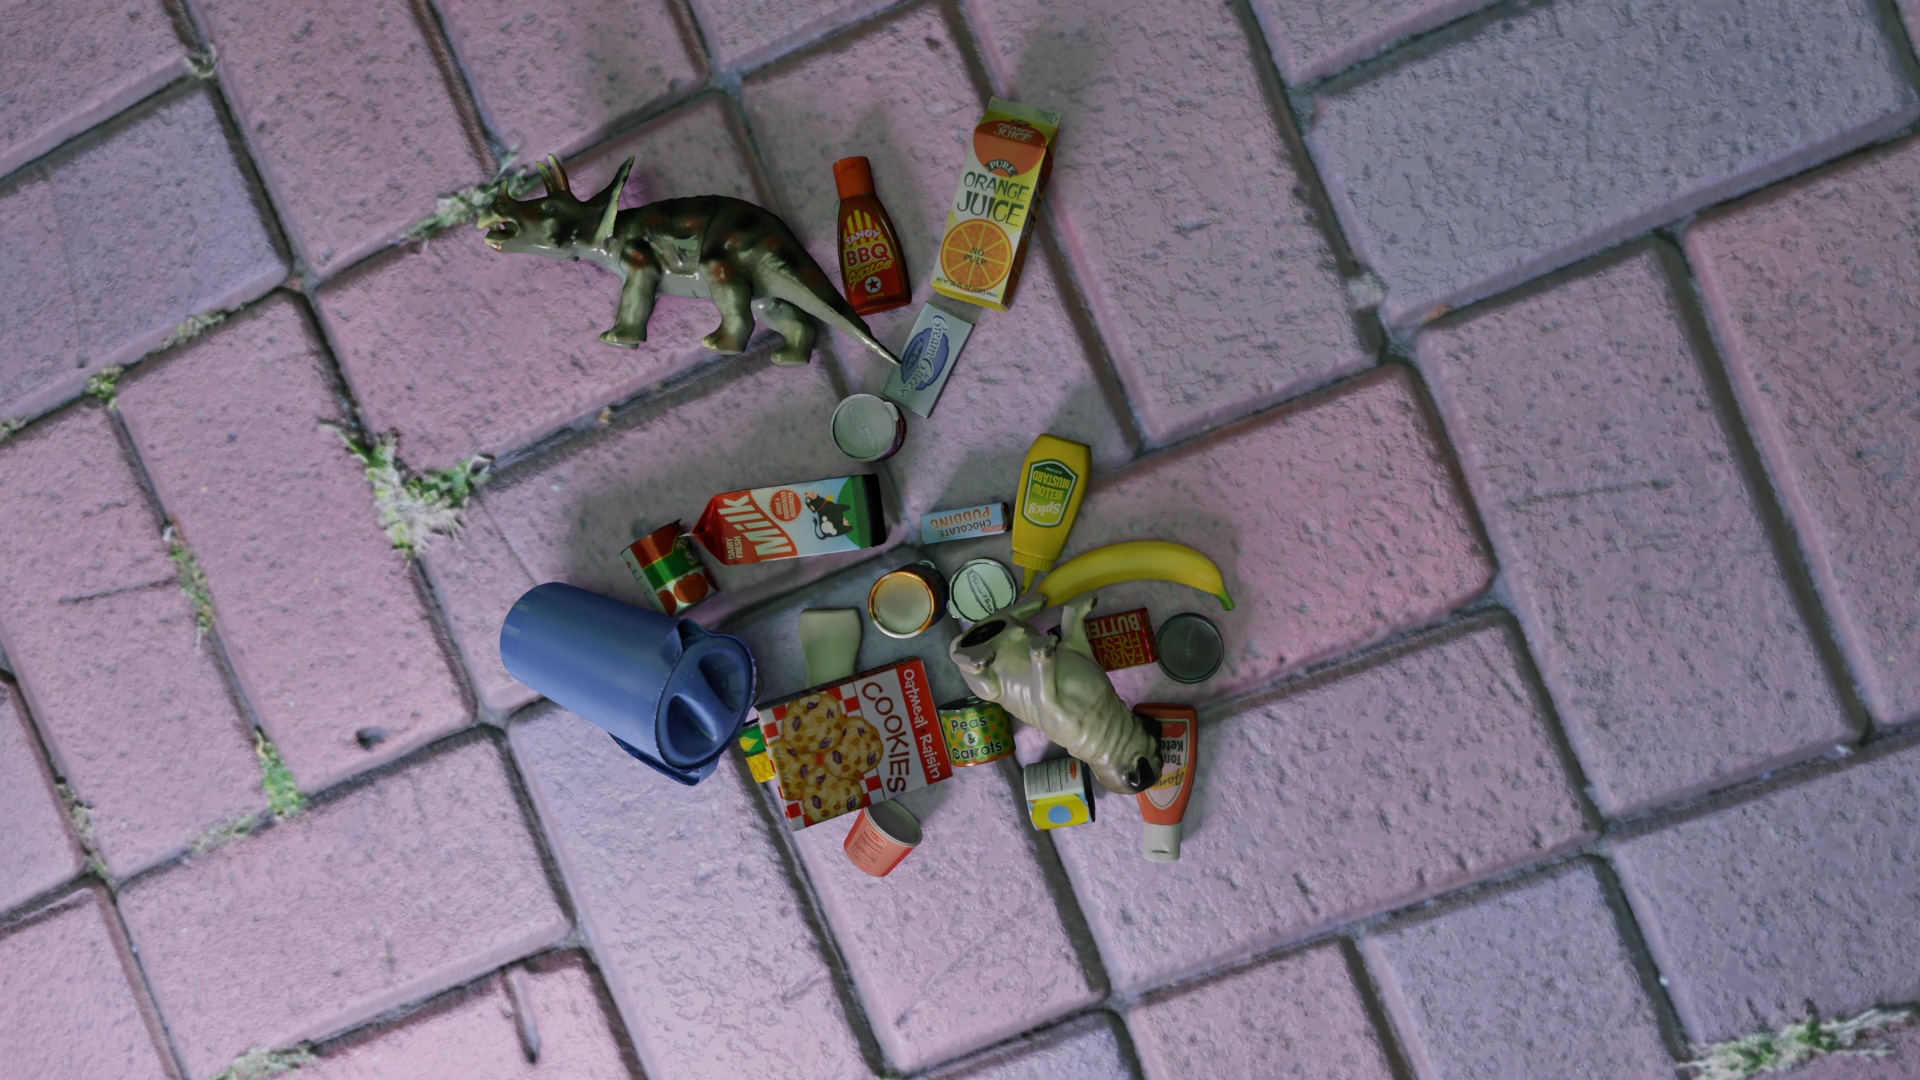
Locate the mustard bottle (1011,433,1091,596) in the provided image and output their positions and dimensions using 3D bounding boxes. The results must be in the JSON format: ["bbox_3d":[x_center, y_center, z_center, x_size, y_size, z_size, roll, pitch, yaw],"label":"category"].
[{"bbox_3d":[0.082,-0.021,1.342,0.065,0.049,0.160,15,95,12],"label":"mustard bottle"}]

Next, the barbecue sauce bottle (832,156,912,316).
[{"bbox_3d":[-0.092,-0.298,1.358,0.065,0.044,0.148,-12,91,10],"label":"barbecue sauce bottle"}]

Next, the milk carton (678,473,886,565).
[{"bbox_3d":[-0.176,-0.019,1.370,0.190,0.072,0.073,-7,92,9],"label":"milk carton"}]

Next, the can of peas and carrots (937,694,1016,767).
[{"bbox_3d":[0.016,0.184,1.352,0.071,0.071,0.058,-14,92,9],"label":"can of peas and carrots"}]

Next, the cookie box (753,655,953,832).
[{"bbox_3d":[-0.103,0.195,1.351,0.168,0.040,0.122,-17,97,-15],"label":"cookie box"}]

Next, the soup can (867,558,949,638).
[{"bbox_3d":[-0.049,0.055,1.349,0.071,0.084,0.071,0,93,9],"label":"soup can"}]

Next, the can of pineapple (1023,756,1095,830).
[{"bbox_3d":[0.097,0.246,1.346,0.058,0.071,0.071,-11,91,10],"label":"can of pineapple"}]

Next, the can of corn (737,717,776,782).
[{"bbox_3d":[-0.186,0.203,1.386,0.071,0.071,0.058,-22,90,9],"label":"can of corn"}]

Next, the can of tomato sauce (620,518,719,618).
[{"bbox_3d":[-0.289,0.031,1.393,0.071,0.071,0.083,-31,89,9],"label":"can of tomato sauce"}]

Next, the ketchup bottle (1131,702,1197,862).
[{"bbox_3d":[0.196,0.233,1.342,0.065,0.043,0.148,1,94,12],"label":"ketchup bottle"}]

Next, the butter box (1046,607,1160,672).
[{"bbox_3d":[0.137,0.100,1.335,0.103,0.024,0.053,-15,91,32],"label":"butter box"}]

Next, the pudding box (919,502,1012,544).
[{"bbox_3d":[0.005,-0.017,1.354,0.084,0.050,0.030,-8,91,9],"label":"pudding box"}]

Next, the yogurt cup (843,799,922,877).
[{"bbox_3d":[-0.079,0.295,1.376,0.072,0.072,0.053,37,106,5],"label":"yogurt cup"}]

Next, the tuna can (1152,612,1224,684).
[{"bbox_3d":[0.217,0.103,1.337,0.071,0.033,0.071,0,93,8],"label":"tuna can"}]

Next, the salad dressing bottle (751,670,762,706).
[{"bbox_3d":[-0.273,0.170,1.409,0.147,0.044,0.064,-29,89,10],"label":"salad dressing bottle"}]

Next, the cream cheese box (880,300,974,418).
[{"bbox_3d":[-0.032,-0.178,1.364,0.053,0.024,0.103,27,96,6],"label":"cream cheese box"}]

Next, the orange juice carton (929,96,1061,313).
[{"bbox_3d":[0.036,-0.321,1.323,0.072,0.073,0.192,17,95,8],"label":"orange juice carton"}]

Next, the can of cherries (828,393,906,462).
[{"bbox_3d":[-0.087,-0.110,1.359,0.071,0.058,0.071,0,92,9],"label":"can of cherries"}]

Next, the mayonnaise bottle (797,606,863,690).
[{"bbox_3d":[-0.128,0.141,1.387,0.065,0.041,0.148,-1,94,1],"label":"mayonnaise bottle"}]

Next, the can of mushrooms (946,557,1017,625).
[{"bbox_3d":[0.021,0.051,1.363,0.071,0.033,0.071,1,93,8],"label":"can of mushrooms"}]
